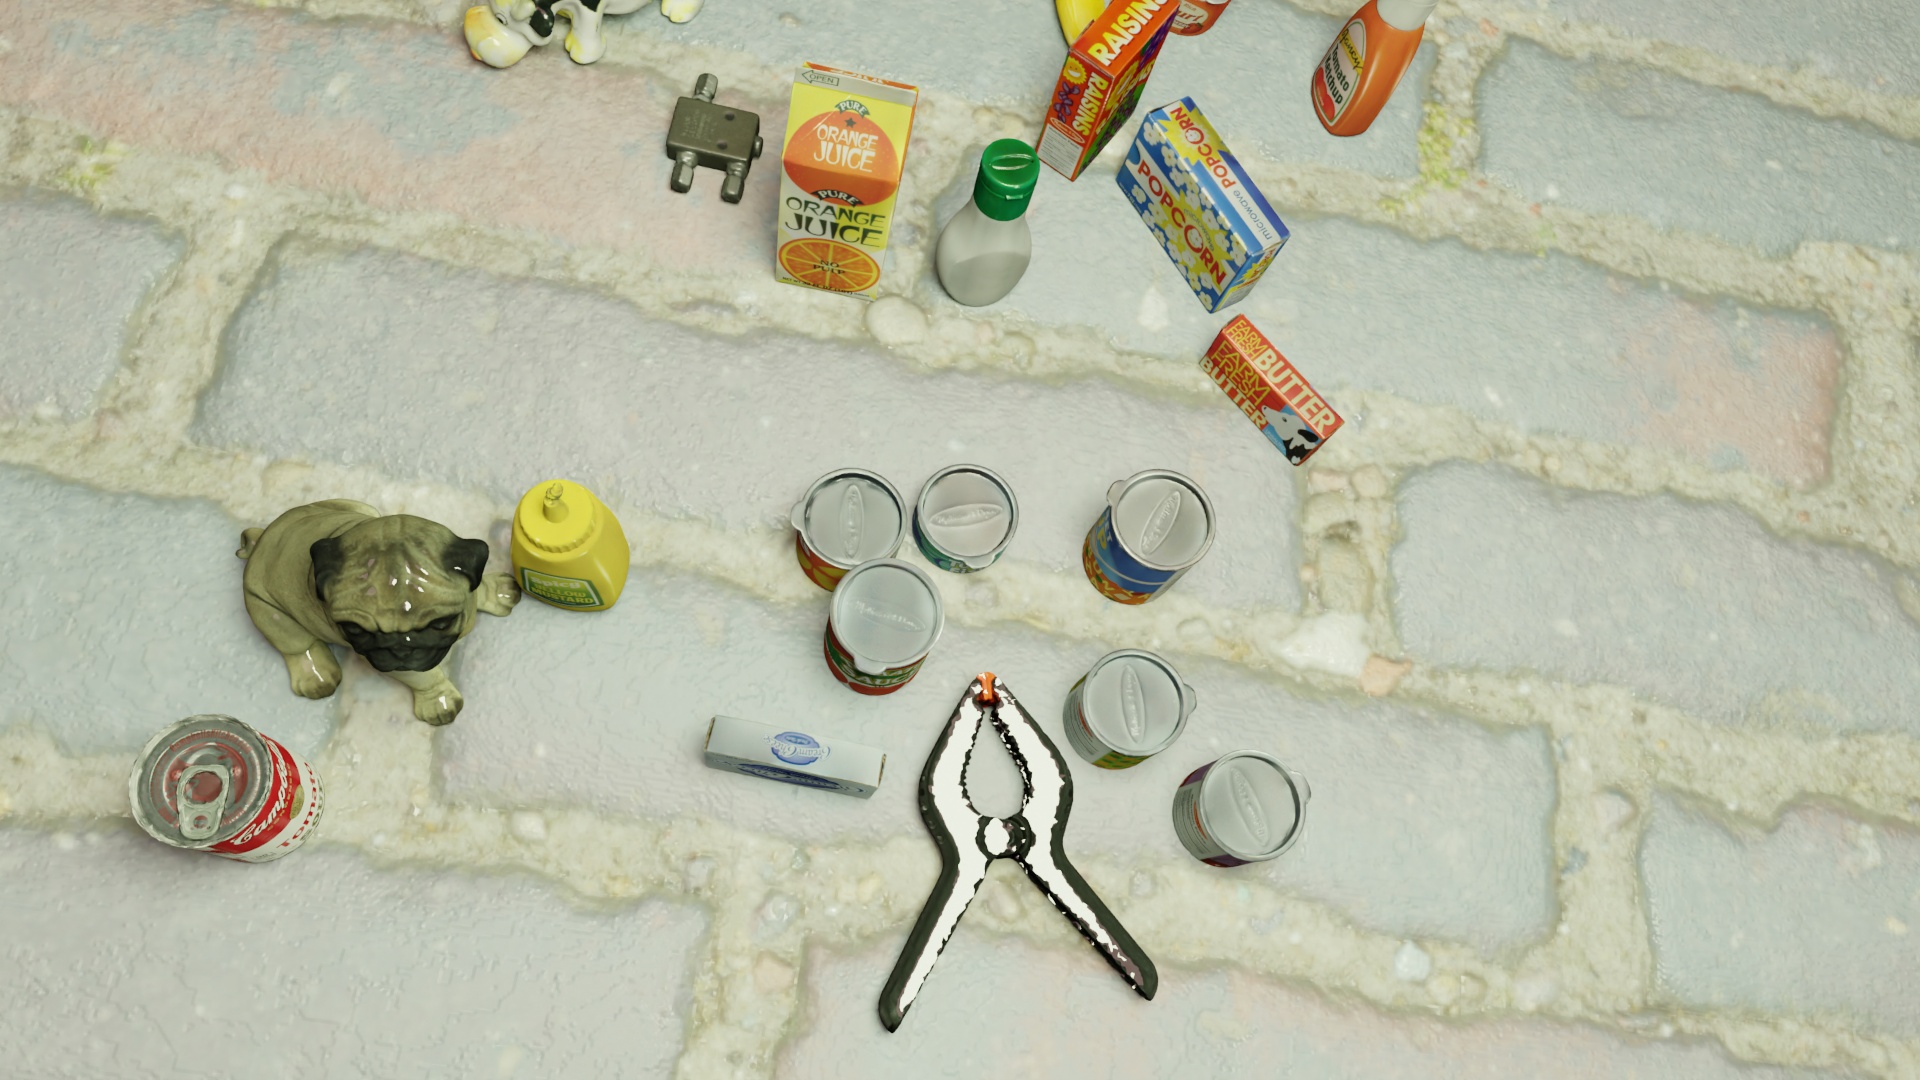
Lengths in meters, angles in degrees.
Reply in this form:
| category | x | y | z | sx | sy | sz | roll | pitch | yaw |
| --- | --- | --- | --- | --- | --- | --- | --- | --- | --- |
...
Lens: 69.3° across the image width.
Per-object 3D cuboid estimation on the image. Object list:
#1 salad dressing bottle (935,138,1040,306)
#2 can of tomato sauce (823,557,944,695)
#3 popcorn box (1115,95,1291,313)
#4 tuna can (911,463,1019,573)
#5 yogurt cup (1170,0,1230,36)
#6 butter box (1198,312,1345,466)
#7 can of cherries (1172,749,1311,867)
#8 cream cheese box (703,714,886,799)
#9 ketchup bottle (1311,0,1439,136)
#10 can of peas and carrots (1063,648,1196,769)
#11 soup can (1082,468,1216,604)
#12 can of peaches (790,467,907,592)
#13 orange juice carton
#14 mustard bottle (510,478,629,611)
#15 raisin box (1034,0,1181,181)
| category | x | y | z | sx | sy | sz | roll | pitch | yaw |
| --- | --- | --- | --- | --- | --- | --- | --- | --- | --- |
| salad dressing bottle | 0.021 | -0.205 | 0.904 | 0.064 | 0.147 | 0.044 | -7 | 73 | -11 |
| can of tomato sauce | -0.048 | 0.056 | 0.839 | 0.071 | 0.082 | 0.071 | 3 | 71 | -8 |
| popcorn box | 0.167 | -0.233 | 0.970 | 0.038 | 0.085 | 0.127 | -29 | 78 | -17 |
| tuna can | 0.003 | -0.011 | 0.897 | 0.071 | 0.032 | 0.071 | 3 | 71 | -8 |
| yogurt cup | 0.177 | -0.421 | 1.052 | 0.072 | 0.053 | 0.072 | 3 | 71 | -8 |
| butter box | 0.211 | -0.102 | 0.951 | 0.024 | 0.053 | 0.103 | -38 | 81 | -18 |
| can of cherries | 0.172 | 0.165 | 0.851 | 0.071 | 0.058 | 0.071 | 3 | 71 | -8 |
| cream cheese box | -0.098 | 0.129 | 0.822 | 0.104 | 0.053 | 0.024 | 12 | 71 | -5 |
| ketchup bottle | 0.302 | -0.358 | 1.001 | 0.043 | 0.148 | 0.065 | -7 | 73 | -11 |
| can of peas and carrots | 0.103 | 0.105 | 0.860 | 0.071 | 0.058 | 0.071 | 3 | 71 | -8 |
| soup can | 0.116 | -0.002 | 0.885 | 0.071 | 0.083 | 0.071 | 3 | 71 | -8 |
| can of peaches | -0.072 | -0.005 | 0.870 | 0.071 | 0.058 | 0.071 | 3 | 71 | -8 |
| orange juice carton | -0.073 | -0.232 | 0.874 | 0.072 | 0.192 | 0.073 | 11 | 71 | -5 |
| mustard bottle | -0.225 | 0.000 | 0.789 | 0.065 | 0.159 | 0.049 | 11 | 71 | -5 |
| raisin box | 0.100 | -0.321 | 0.969 | 0.040 | 0.123 | 0.086 | 38 | 70 | 4 |
